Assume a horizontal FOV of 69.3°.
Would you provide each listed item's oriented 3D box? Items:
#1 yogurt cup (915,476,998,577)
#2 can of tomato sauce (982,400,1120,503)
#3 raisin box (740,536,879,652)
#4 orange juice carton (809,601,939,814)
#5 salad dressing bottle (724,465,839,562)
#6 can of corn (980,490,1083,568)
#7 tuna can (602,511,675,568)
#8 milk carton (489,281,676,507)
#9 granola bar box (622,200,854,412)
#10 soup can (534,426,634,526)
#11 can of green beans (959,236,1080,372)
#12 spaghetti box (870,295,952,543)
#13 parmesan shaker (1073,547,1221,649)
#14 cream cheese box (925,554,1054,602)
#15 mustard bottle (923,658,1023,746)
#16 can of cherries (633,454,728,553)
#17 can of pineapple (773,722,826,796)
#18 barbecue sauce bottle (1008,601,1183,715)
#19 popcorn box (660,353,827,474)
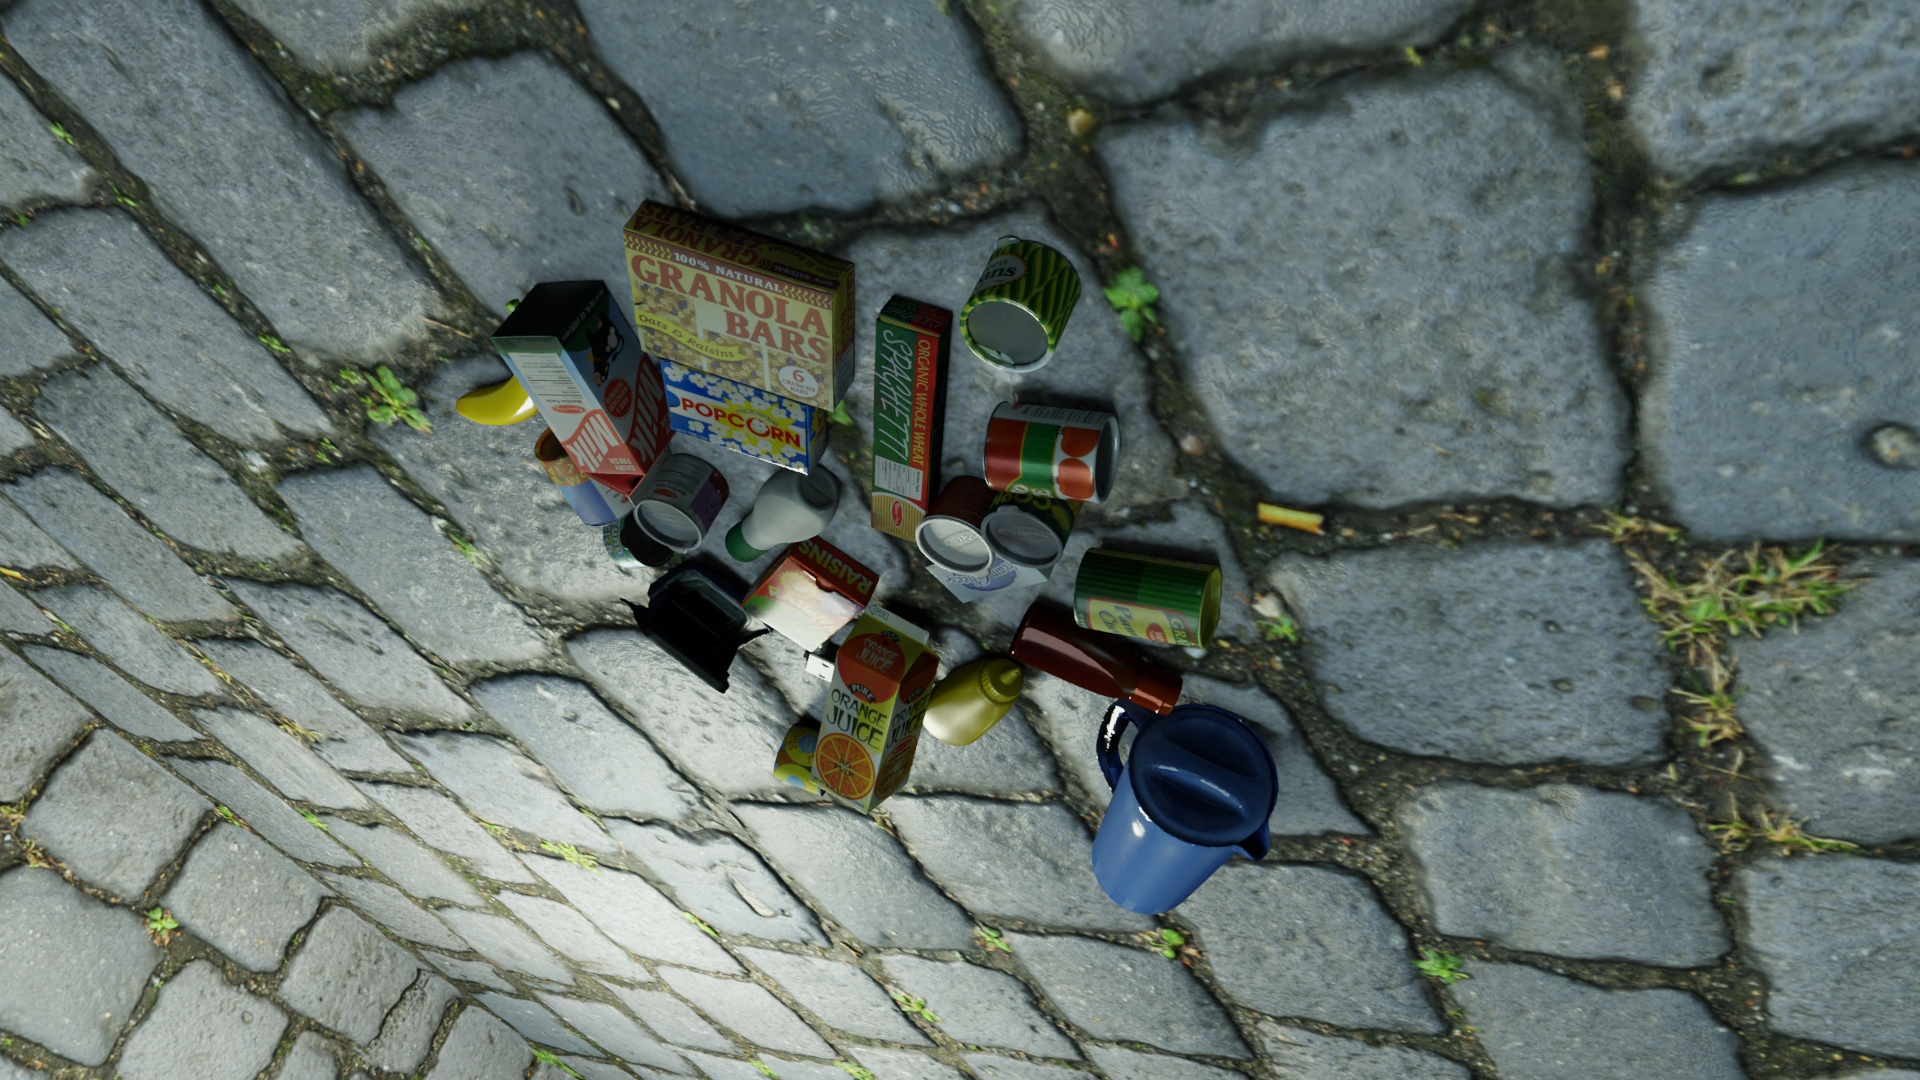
[{"bbox_3d":[0.004,-0.014,1.114,0.072,0.054,0.072,16,143,13],"label":"yogurt cup"},{"bbox_3d":[0.067,-0.062,1.004,0.083,0.071,0.070,8,141,21],"label":"can of tomato sauce"},{"bbox_3d":[-0.142,0.049,1.294,0.086,0.040,0.123,35,143,-12],"label":"raisin box"},{"bbox_3d":[-0.078,0.153,1.312,0.072,0.073,0.191,25,117,23],"label":"orange juice carton"},{"bbox_3d":[-0.160,-0.020,1.215,0.064,0.044,0.147,36,144,-18],"label":"salad dressing bottle"},{"bbox_3d":[0.056,-0.023,1.068,0.071,0.058,0.070,16,143,13],"label":"can of corn"},{"bbox_3d":[-0.299,-0.006,1.291,0.033,0.071,0.071,-6,134,36],"label":"tuna can"},{"bbox_3d":[-0.295,-0.117,1.148,0.073,0.073,0.189,3,138,27],"label":"milk carton"},{"bbox_3d":[-0.162,-0.171,1.028,0.166,0.039,0.123,18,144,9],"label":"granola bar box"},{"bbox_3d":[-0.333,-0.064,1.241,0.071,0.072,0.083,2,138,29],"label":"soup can"},{"bbox_3d":[0.039,-0.153,0.914,0.071,0.058,0.071,16,143,13],"label":"can of green beans"},{"bbox_3d":[-0.040,-0.086,1.071,0.050,0.029,0.248,19,144,9],"label":"spaghetti box"},{"bbox_3d":[0.148,0.046,1.095,0.103,0.072,0.071,8,141,22],"label":"parmesan shaker"},{"bbox_3d":[0.025,0.020,1.170,0.103,0.024,0.053,-18,128,44],"label":"cream cheese box"},{"bbox_3d":[0.020,0.146,1.312,0.065,0.049,0.159,39,142,-9],"label":"mustard bottle"},{"bbox_3d":[-0.248,-0.033,1.238,0.071,0.059,0.071,15,143,12],"label":"can of cherries"},{"bbox_3d":[-0.166,0.239,1.526,0.058,0.071,0.070,20,144,8],"label":"can of pineapple"},{"bbox_3d":[0.119,0.107,1.208,0.148,0.044,0.064,24,144,0],"label":"barbecue sauce bottle"},{"bbox_3d":[-0.171,-0.109,1.112,0.127,0.038,0.084,18,145,9],"label":"popcorn box"}]
